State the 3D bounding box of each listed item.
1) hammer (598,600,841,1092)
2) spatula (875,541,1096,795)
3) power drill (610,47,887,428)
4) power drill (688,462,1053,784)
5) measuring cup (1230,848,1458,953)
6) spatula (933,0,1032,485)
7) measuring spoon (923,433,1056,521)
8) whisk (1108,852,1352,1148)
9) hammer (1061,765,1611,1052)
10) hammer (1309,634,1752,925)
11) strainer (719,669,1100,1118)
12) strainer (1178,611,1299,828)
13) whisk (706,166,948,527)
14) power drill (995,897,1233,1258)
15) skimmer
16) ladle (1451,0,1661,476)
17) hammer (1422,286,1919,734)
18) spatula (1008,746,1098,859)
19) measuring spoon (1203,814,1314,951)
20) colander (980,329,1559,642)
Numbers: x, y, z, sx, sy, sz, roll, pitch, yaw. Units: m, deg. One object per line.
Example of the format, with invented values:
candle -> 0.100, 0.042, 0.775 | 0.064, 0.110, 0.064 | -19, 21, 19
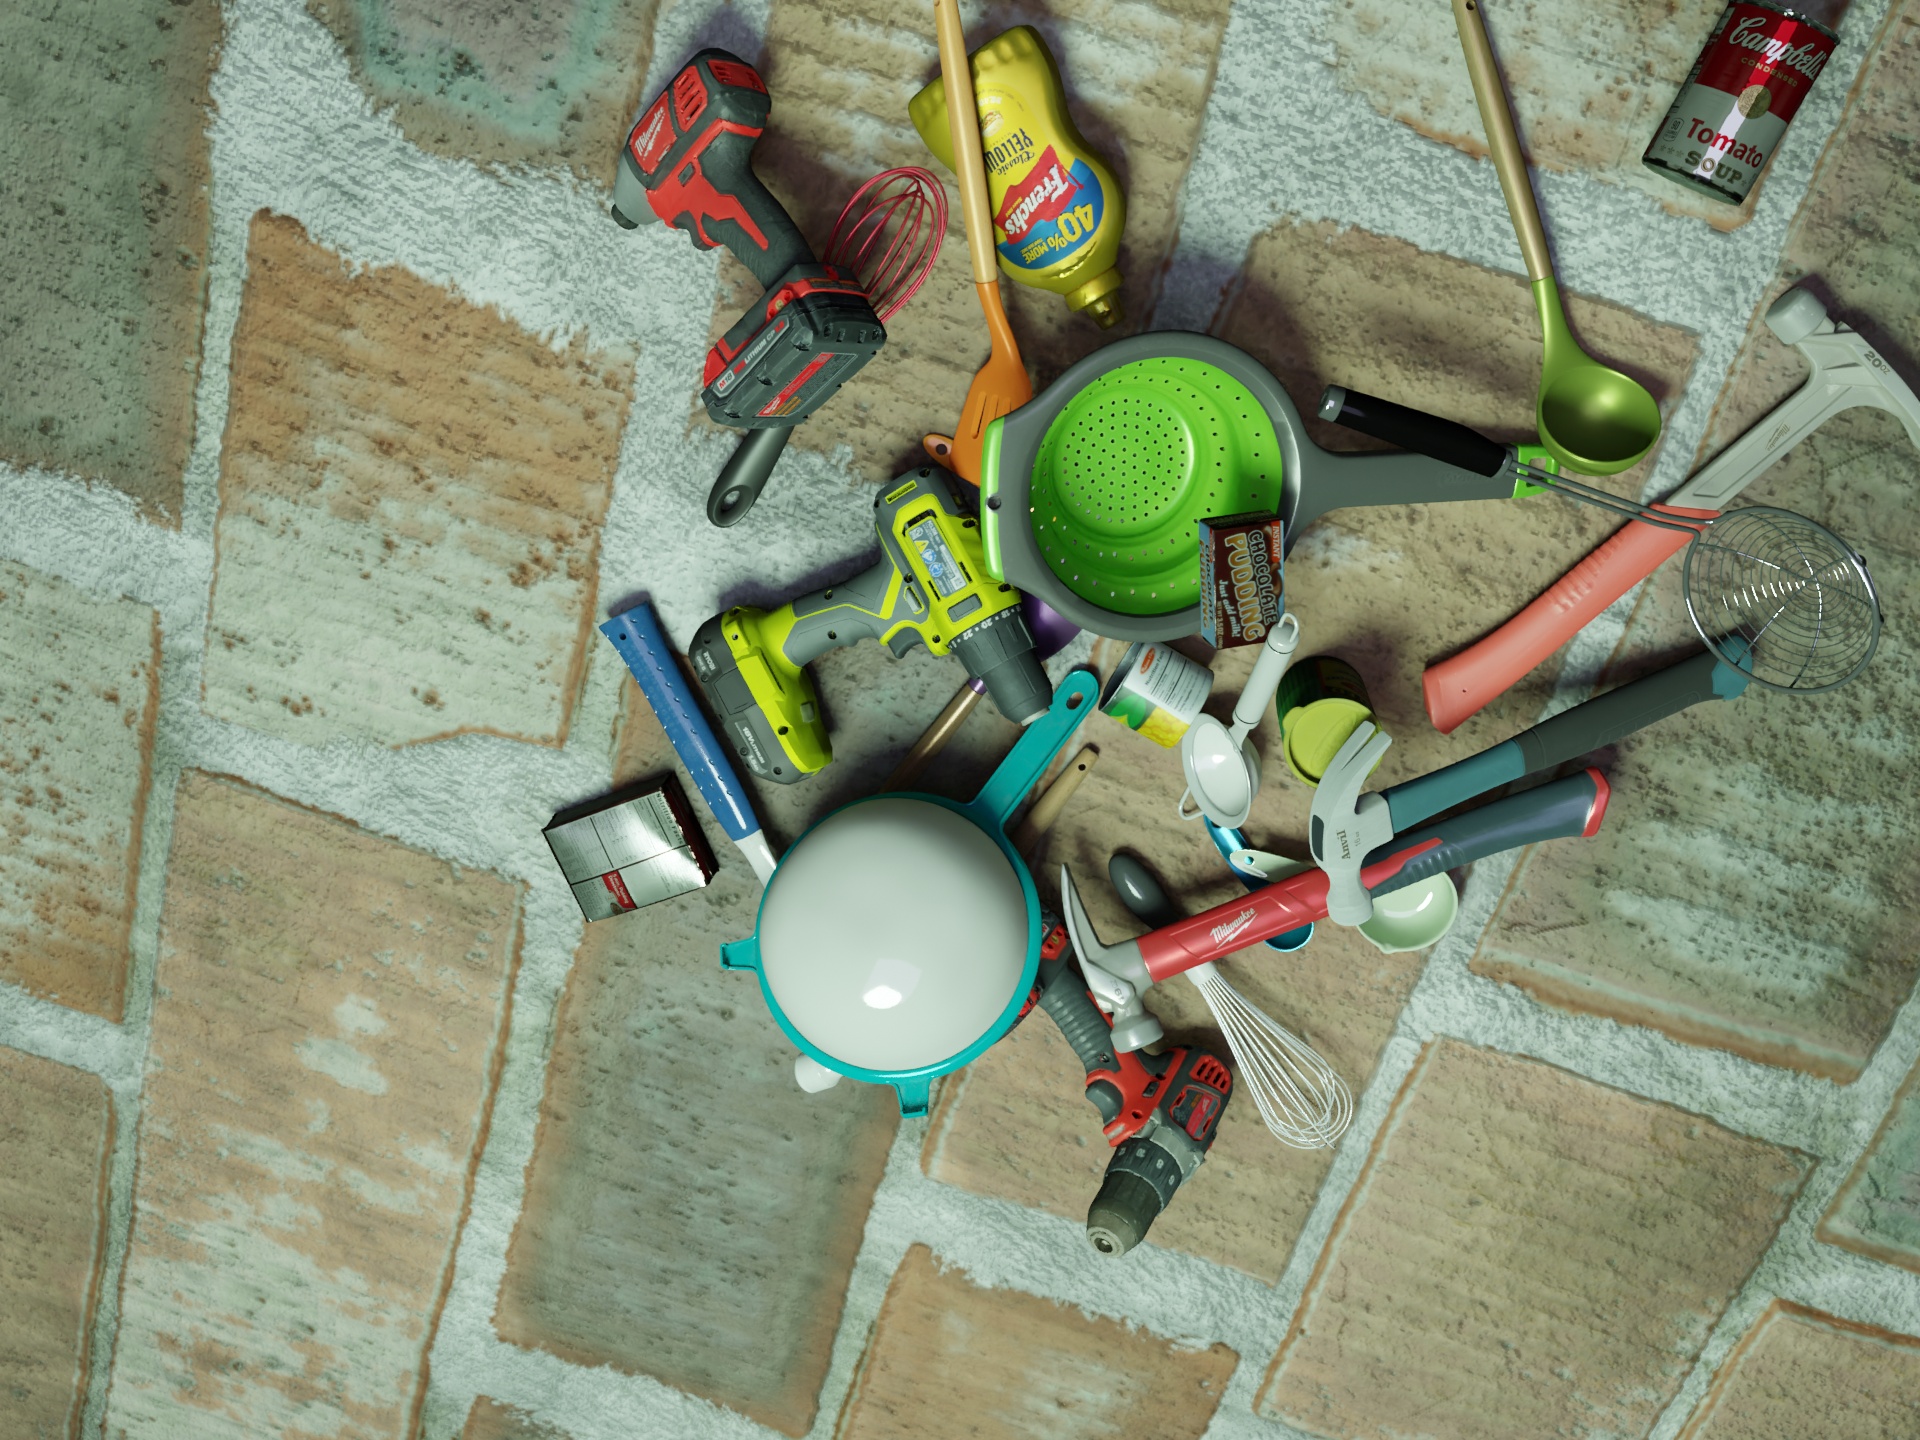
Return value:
hammer -> -0.152, 0.094, 1.213 | 0.144, 0.035, 0.405 | -24, 99, 27
spatula -> -0.002, -0.004, 1.186 | 0.059, 0.018, 0.316 | 37, 109, -6
power drill -> -0.151, -0.307, 1.039 | 0.143, 0.078, 0.220 | -34, 77, 36
power drill -> -0.060, -0.047, 1.132 | 0.228, 0.080, 0.190 | -29, 87, 16
measuring cup -> 0.281, 0.116, 1.176 | 0.167, 0.038, 0.083 | 15, 111, 5
spatula -> 0.007, -0.305, 1.024 | 0.081, 0.041, 0.322 | 26, 137, 44
measuring spoon -> 0.024, -0.169, 1.127 | 0.117, 0.011, 0.021 | 31, 110, -3
whisk -> 0.202, 0.214, 1.215 | 0.070, 0.070, 0.284 | -36, 95, 18
hammer -> 0.265, 0.103, 1.132 | 0.386, 0.038, 0.143 | -22, 83, 7
hammer -> 0.384, 0.021, 1.065 | 0.331, 0.033, 0.128 | -22, 116, -9
strainer -> -0.014, 0.091, 1.110 | 0.211, 0.095, 0.340 | 35, 83, 19
strainer -> 0.197, 0.000, 1.087 | 0.050, 0.258, 0.087 | -20, 64, -15
whisk -> -0.100, -0.250, 1.096 | 0.073, 0.073, 0.295 | 34, 116, -4
power drill -> 0.085, 0.263, 1.170 | 0.227, 0.188, 0.080 | 42, 134, 2
skimmer -> 0.392, -0.119, 0.994 | 0.363, 0.090, 0.127 | 19, 150, -4
ladle -> 0.368, -0.308, 1.006 | 0.078, 0.062, 0.320 | -23, 102, -9
hammer -> 0.464, -0.110, 1.070 | 0.149, 0.037, 0.359 | 44, 109, -8
spatula -> 0.006, 0.140, 1.234 | 0.082, 0.044, 0.317 | 37, 105, -4
measuring spoon -> 0.222, 0.116, 1.199 | 0.042, 0.021, 0.128 | -33, 92, 18
colander -> 0.201, -0.168, 1.072 | 0.397, 0.095, 0.204 | -4, 113, -9
